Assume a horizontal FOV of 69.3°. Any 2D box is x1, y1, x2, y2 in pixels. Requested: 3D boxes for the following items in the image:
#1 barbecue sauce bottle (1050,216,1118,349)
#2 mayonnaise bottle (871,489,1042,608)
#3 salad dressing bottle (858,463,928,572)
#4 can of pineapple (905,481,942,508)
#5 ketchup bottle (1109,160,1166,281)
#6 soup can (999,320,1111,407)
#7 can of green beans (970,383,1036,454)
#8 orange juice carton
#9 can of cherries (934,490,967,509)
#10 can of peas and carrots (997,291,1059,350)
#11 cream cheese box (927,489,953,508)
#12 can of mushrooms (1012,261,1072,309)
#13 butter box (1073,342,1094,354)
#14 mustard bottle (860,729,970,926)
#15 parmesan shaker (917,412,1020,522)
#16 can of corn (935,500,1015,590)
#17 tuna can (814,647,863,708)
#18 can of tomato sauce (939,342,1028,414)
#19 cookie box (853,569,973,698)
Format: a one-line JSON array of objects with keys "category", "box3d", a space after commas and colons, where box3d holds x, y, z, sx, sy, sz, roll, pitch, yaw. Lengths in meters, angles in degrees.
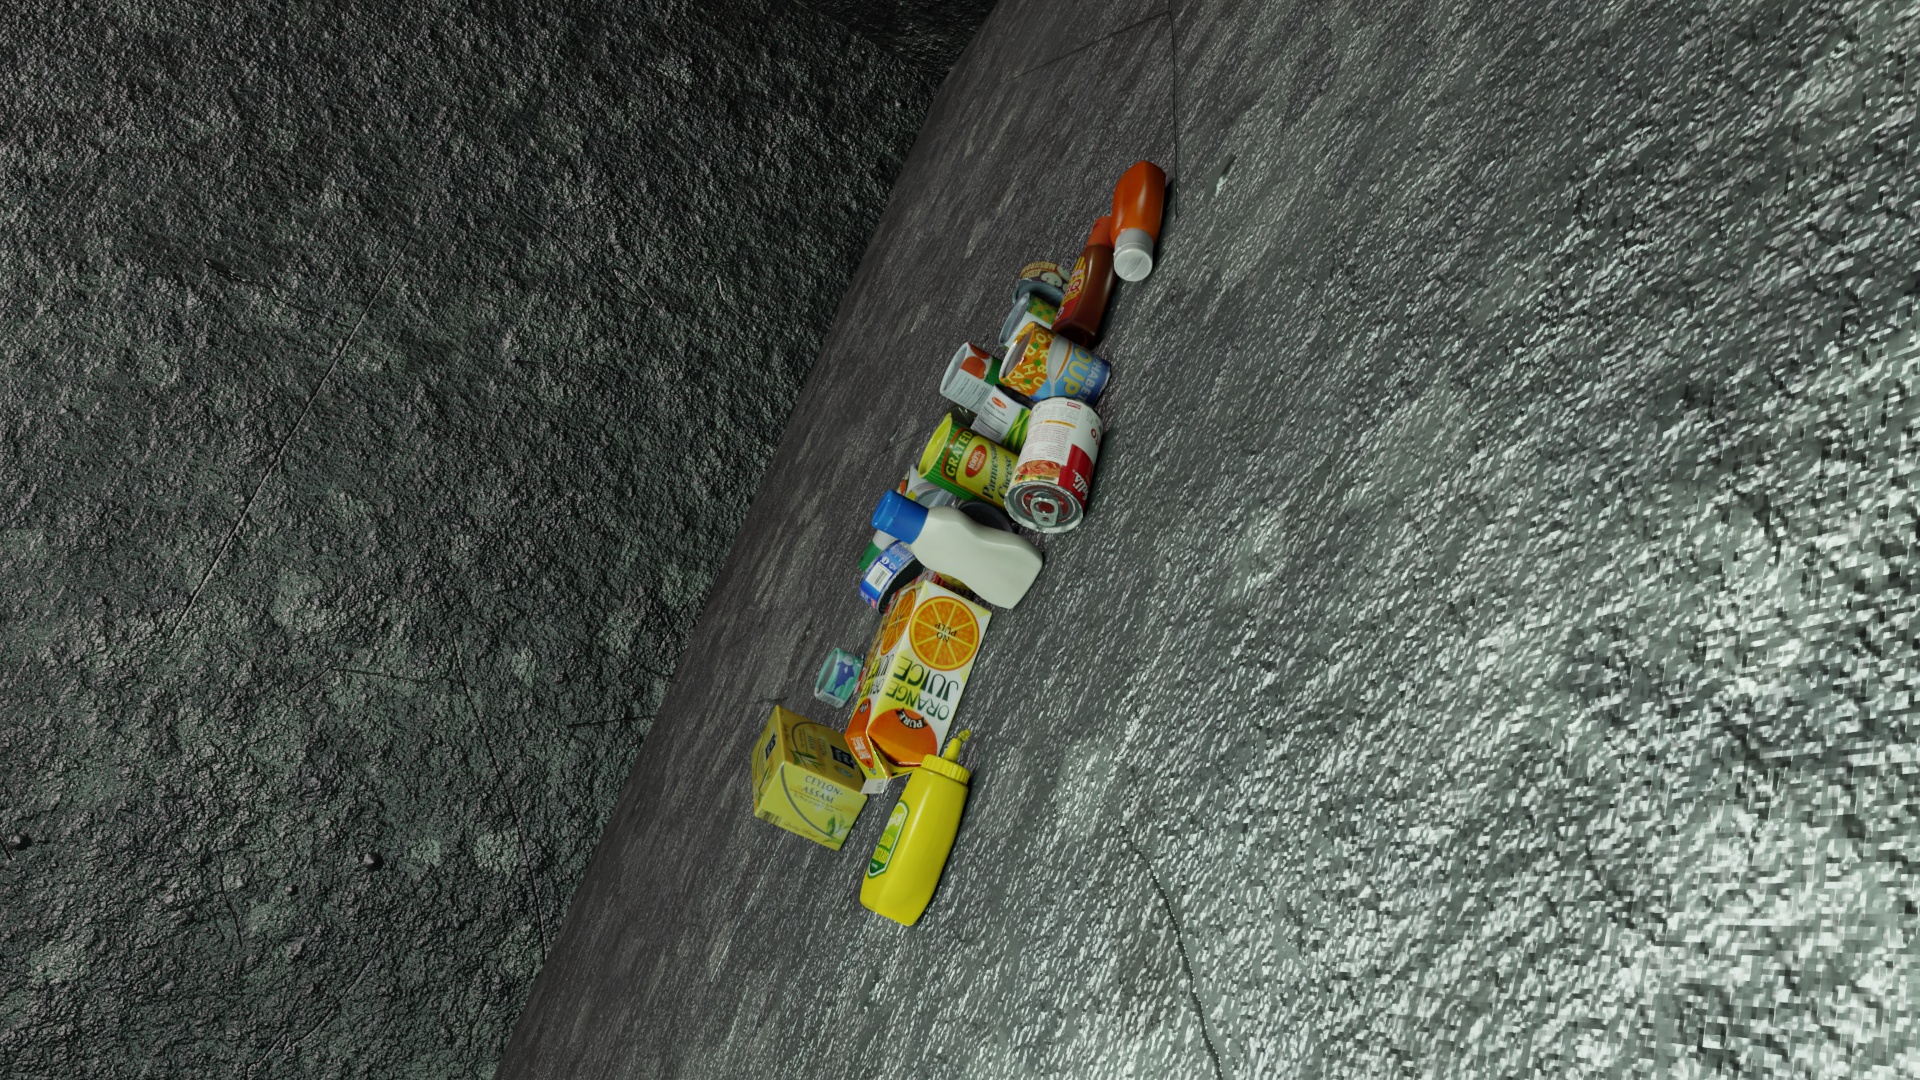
[{"category": "barbecue sauce bottle", "box3d": [0.133, -0.261, 1.409, 0.064, 0.043, 0.149, -36, 30, 62]}, {"category": "mayonnaise bottle", "box3d": [-0.004, 0.003, 1.212, 0.064, 0.148, 0.041, -56, 16, 24]}, {"category": "salad dressing bottle", "box3d": [-0.076, -0.022, 1.711, 0.147, 0.044, 0.064, -59, 14, 17]}, {"category": "can of pineapple", "box3d": [-0.029, -0.027, 1.515, 0.071, 0.071, 0.058, -62, 14, 3]}, {"category": "ketchup bottle", "box3d": [0.172, -0.310, 1.362, 0.064, 0.043, 0.149, -51, 19, 41]}, {"category": "soup can", "box3d": [0.089, -0.159, 1.303, 0.071, 0.084, 0.072, -56, 16, 26]}, {"category": "can of green beans", "box3d": [0.050, -0.117, 1.400, 0.057, 0.071, 0.071, -60, 15, 14]}, {"category": "orange juice carton", "box3d": [-0.046, 0.141, 1.267, 0.071, 0.073, 0.193, -28, 38, 66]}, {"category": "can of cherries", "box3d": [0.005, -0.018, 1.397, 0.071, 0.058, 0.072, -56, 15, 24]}, {"category": "can of peas and carrots", "box3d": [0.082, -0.226, 1.496, 0.070, 0.059, 0.071, -56, 16, 25]}, {"category": "cream cheese box", "box3d": [0.005, -0.040, 1.444, 0.103, 0.053, 0.024, -50, 17, 41]}, {"category": "can of mushrooms", "box3d": [0.092, -0.273, 1.520, 0.070, 0.071, 0.033, -40, 26, 57]}, {"category": "butter box", "box3d": [0.088, -0.175, 1.395, 0.103, 0.053, 0.024, -29, 40, 66]}, {"category": "mustard bottle", "box3d": [-0.029, 0.223, 1.110, 0.160, 0.049, 0.065, -67, 17, -14]}, {"category": "parmesan shaker", "box3d": [0.020, -0.070, 1.346, 0.071, 0.103, 0.071, -56, 16, 26]}, {"category": "can of corn", "box3d": [0.008, 0.005, 1.320, 0.058, 0.071, 0.071, -52, 18, 40]}, {"category": "tuna can", "box3d": [-0.144, 0.160, 1.648, 0.070, 0.033, 0.071, -56, 16, 26]}, {"category": "can of tomato sauce", "box3d": [0.029, -0.173, 1.536, 0.071, 0.083, 0.071, -56, 17, 26]}, {"category": "cookie box", "box3d": [-0.047, 0.095, 1.412, 0.167, 0.040, 0.123, -35, 30, 62]}]
